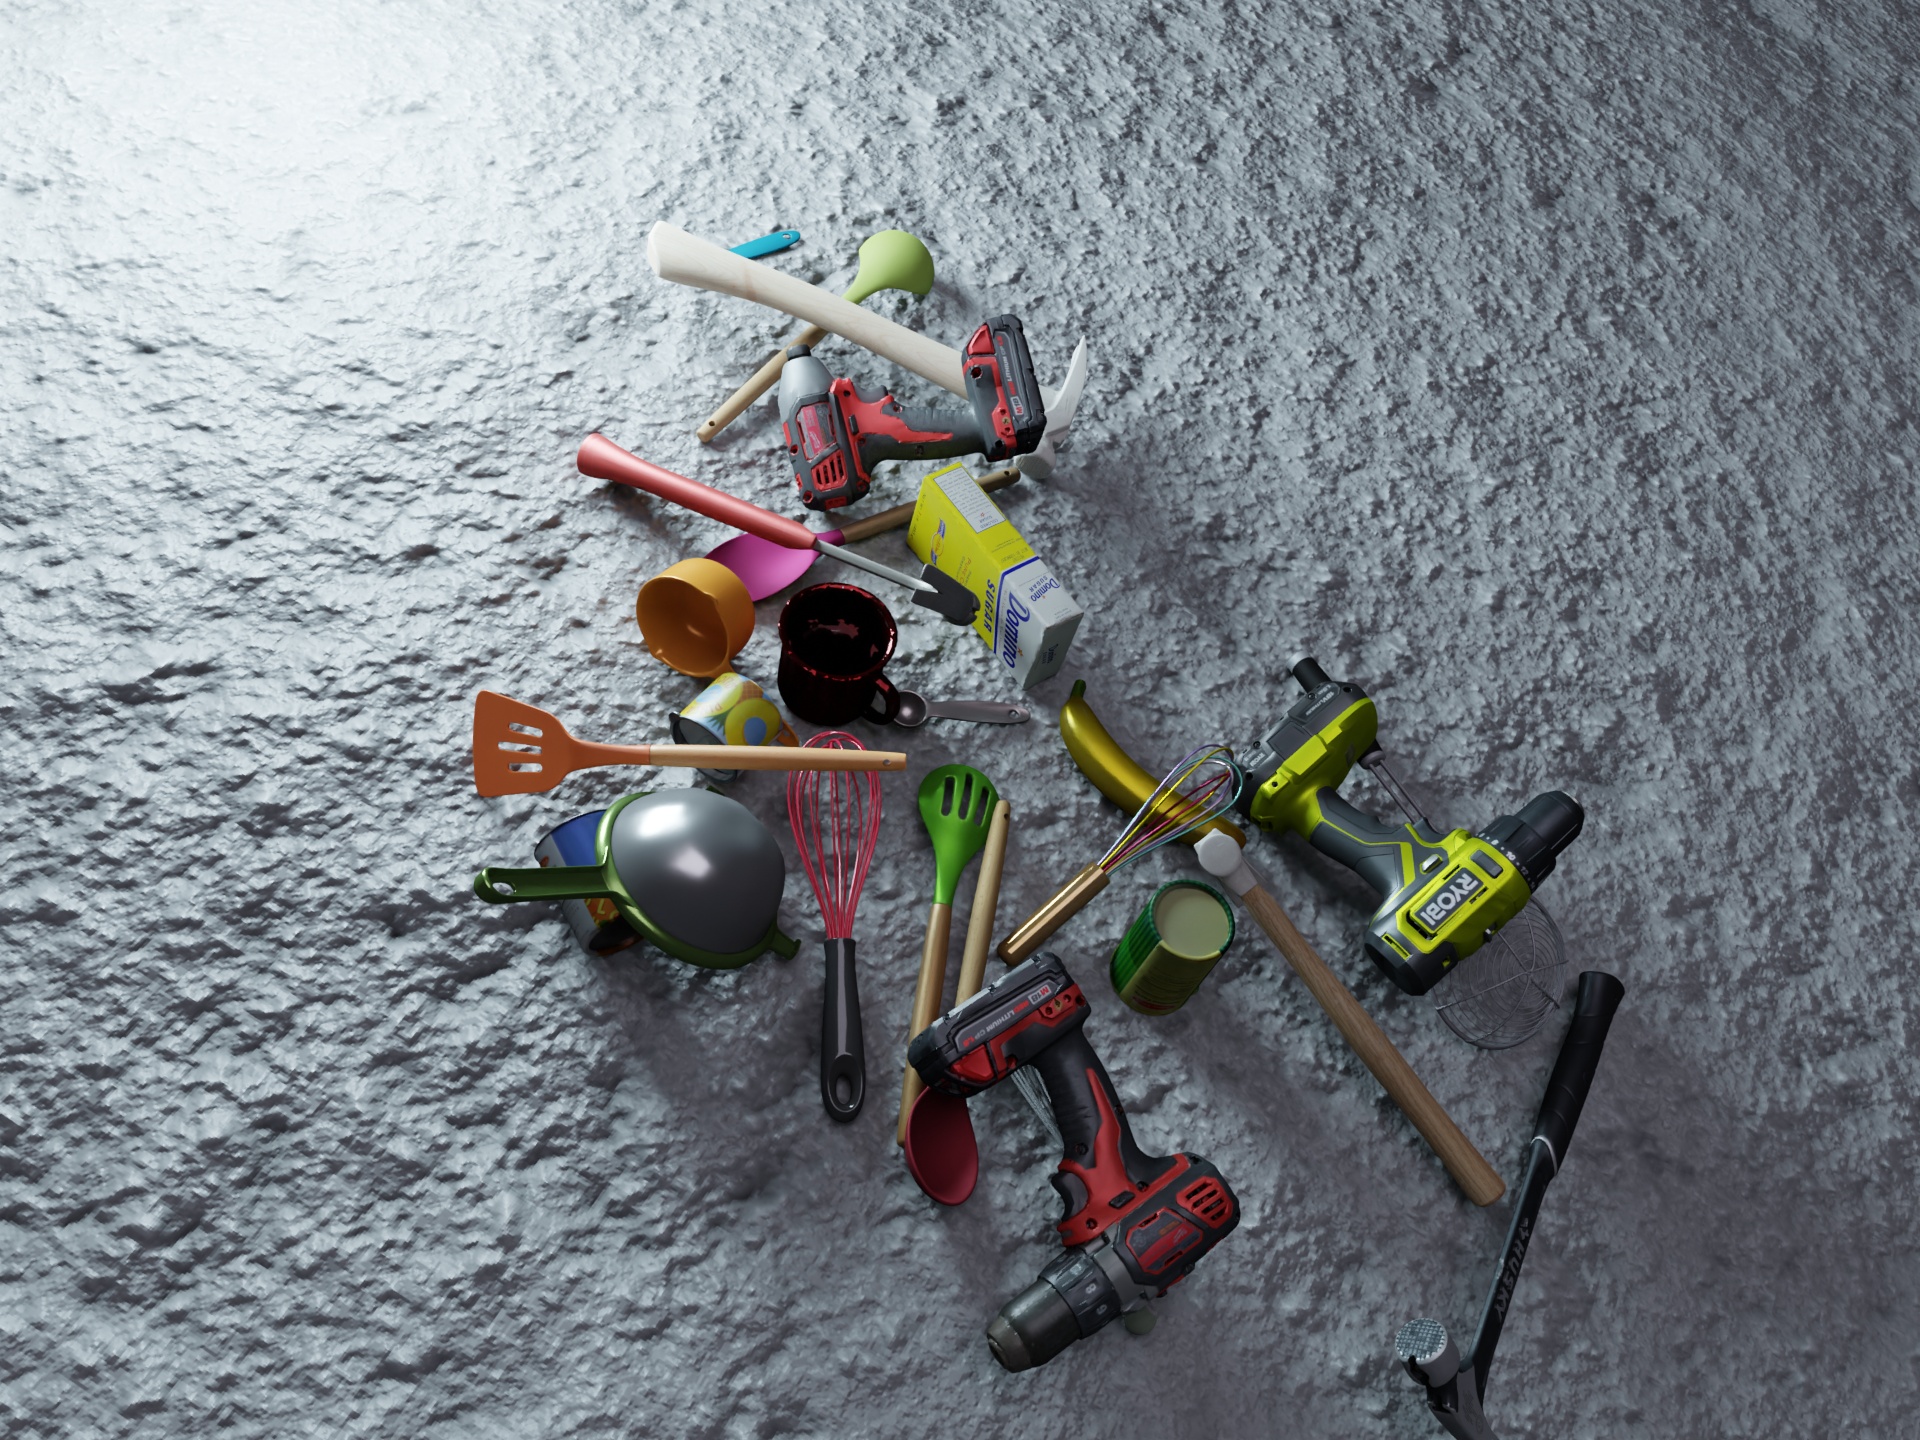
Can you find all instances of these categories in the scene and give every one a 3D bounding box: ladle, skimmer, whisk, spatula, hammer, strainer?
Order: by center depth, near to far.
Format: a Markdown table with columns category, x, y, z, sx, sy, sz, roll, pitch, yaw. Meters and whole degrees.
| category | x | y | z | sx | sy | sz | roll | pitch | yaw |
| --- | --- | --- | --- | --- | --- | --- | --- | --- | --- |
| strainer | -0.207 | 0.093 | 1.077 | 0.256 | 0.069 | 0.152 | 4 | 49 | -54 |
| whisk | 0.082 | 0.303 | 1.108 | 0.059 | 0.057 | 0.247 | -26 | 66 | 12 |
| hammer | 0.417 | 0.334 | 1.143 | 0.149 | 0.036 | 0.409 | 57 | 48 | -21 |
| ladle | 0.006 | 0.195 | 1.152 | 0.069 | 0.031 | 0.316 | 36 | 51 | -33 |
| whisk | -0.089 | 0.143 | 1.161 | 0.073 | 0.073 | 0.296 | 2 | 65 | -12 |
| spatula | -0.201 | 0.024 | 1.166 | 0.322 | 0.041 | 0.081 | 2 | 98 | -2 |
| hammer | 0.285 | 0.217 | 1.179 | 0.031 | 0.130 | 0.331 | -38 | 82 | 4 |
| whisk | 0.125 | 0.105 | 1.217 | 0.245 | 0.047 | 0.051 | -40 | 83 | -13 |
| hammer | -0.159 | -0.159 | 1.283 | 0.359 | 0.149 | 0.037 | 23 | 92 | 16 |
| skimmer | 0.364 | 0.096 | 1.308 | 0.127 | 0.090 | 0.364 | -16 | 53 | -19 |
| hammer | -0.083 | -0.362 | 1.443 | 0.410 | 0.038 | 0.146 | 23 | 67 | -7 |
| ladle | -0.134 | -0.353 | 1.475 | 0.078 | 0.062 | 0.320 | 38 | 65 | 7 |

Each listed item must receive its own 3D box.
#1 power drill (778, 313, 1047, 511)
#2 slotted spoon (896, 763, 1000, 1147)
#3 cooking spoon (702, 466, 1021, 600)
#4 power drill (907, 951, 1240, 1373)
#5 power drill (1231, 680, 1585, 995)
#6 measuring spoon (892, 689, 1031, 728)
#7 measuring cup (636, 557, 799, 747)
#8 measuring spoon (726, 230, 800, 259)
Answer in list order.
| category | x | y | z | sx | sy | sz | roll | pitch | yaw |
| --- | --- | --- | --- | --- | --- | --- | --- | --- | --- |
| power drill | -0.046 | -0.273 | 1.374 | 0.219 | 0.078 | 0.143 | -15 | 88 | -4 |
| slotted spoon | -0.015 | 0.163 | 1.181 | 0.070 | 0.031 | 0.314 | 16 | 58 | -11 |
| cooking spoon | -0.081 | -0.166 | 1.376 | 0.319 | 0.017 | 0.069 | -23 | 62 | -24 |
| power drill | 0.054 | 0.289 | 1.045 | 0.188 | 0.080 | 0.227 | -30 | 78 | -22 |
| power drill | 0.341 | 0.075 | 1.229 | 0.190 | 0.080 | 0.229 | -41 | 57 | -6 |
| measuring spoon | -0.002 | -0.004 | 1.298 | 0.124 | 0.018 | 0.034 | 3 | 58 | -19 |
| measuring cup | -0.177 | -0.053 | 1.259 | 0.173 | 0.095 | 0.052 | 47 | 41 | -7 |
| measuring spoon | -0.209 | -0.455 | 1.525 | 0.128 | 0.021 | 0.042 | -26 | 67 | -24 |
